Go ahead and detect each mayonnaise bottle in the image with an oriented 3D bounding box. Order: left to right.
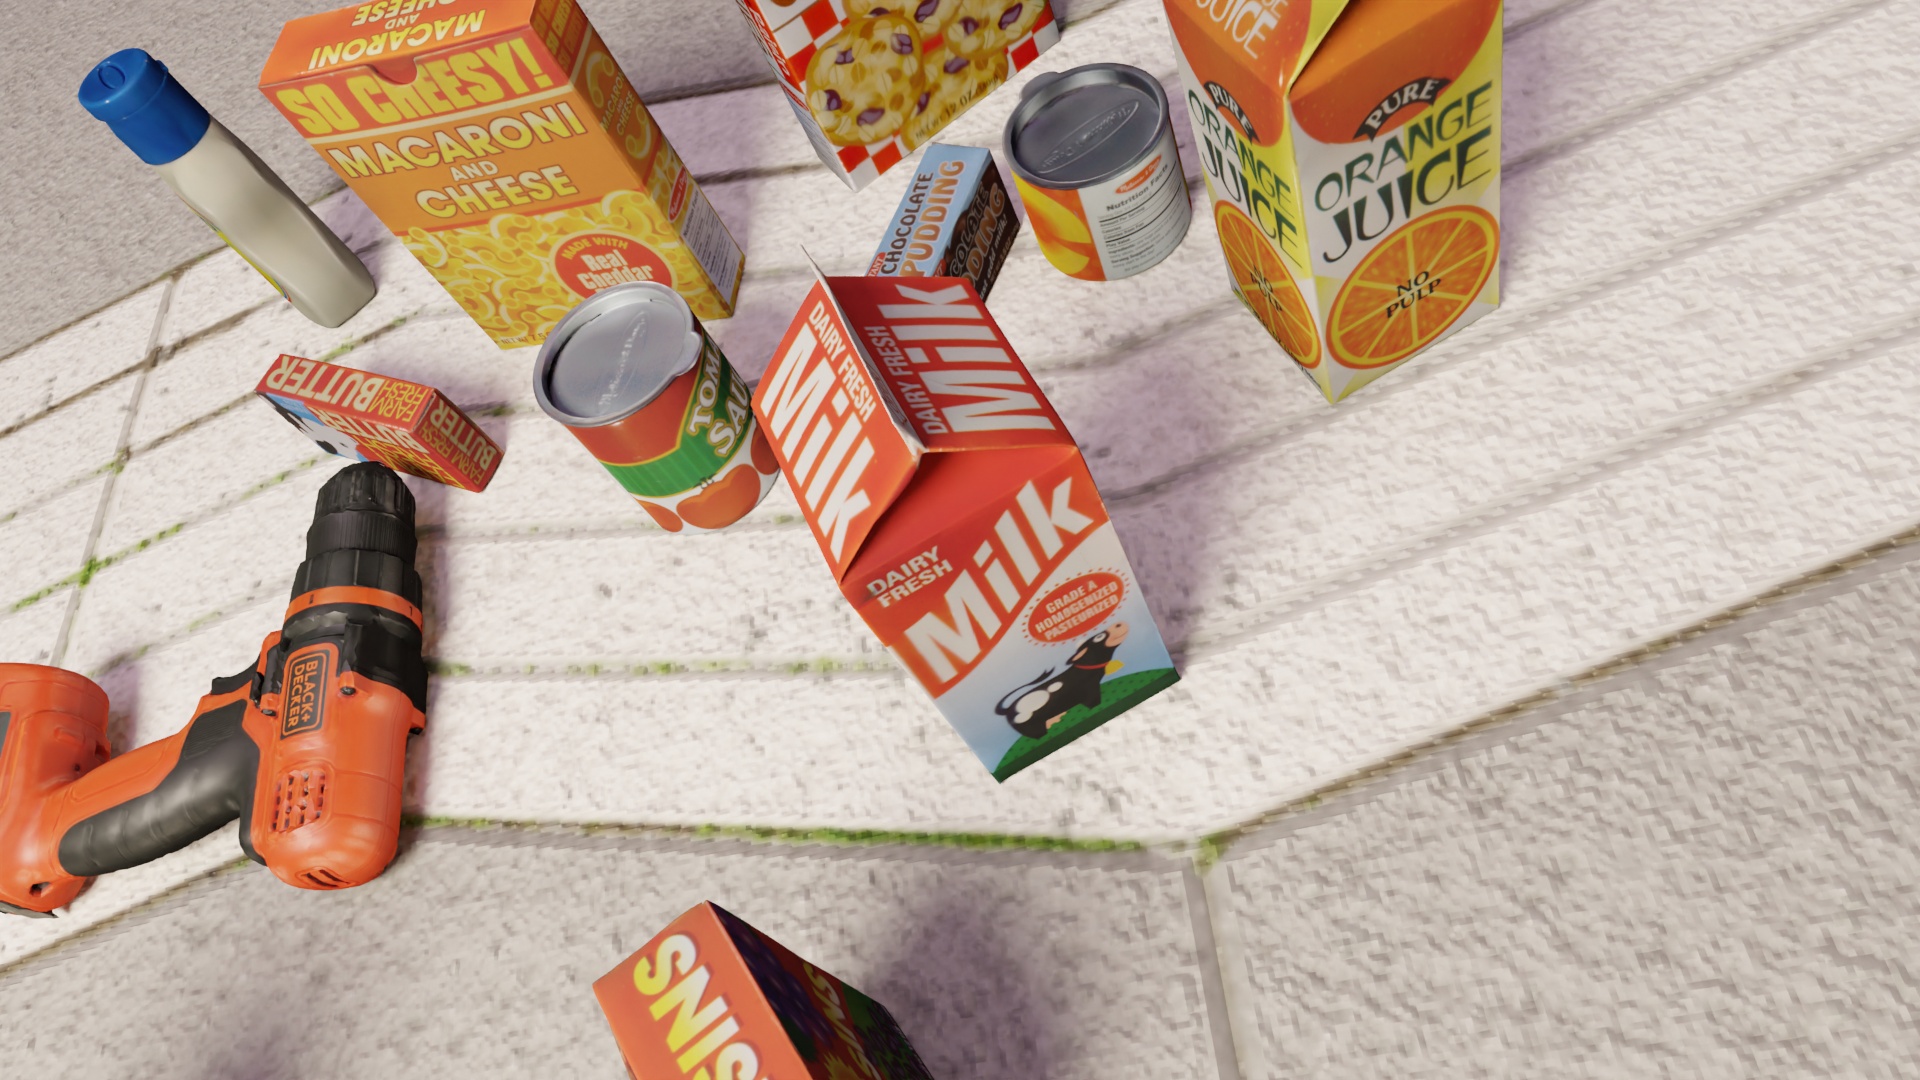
[{"bbox_3d":[-0.347,-0.166,0.663,0.041,0.147,0.065,-45,56,-9],"label":"mayonnaise bottle"}]

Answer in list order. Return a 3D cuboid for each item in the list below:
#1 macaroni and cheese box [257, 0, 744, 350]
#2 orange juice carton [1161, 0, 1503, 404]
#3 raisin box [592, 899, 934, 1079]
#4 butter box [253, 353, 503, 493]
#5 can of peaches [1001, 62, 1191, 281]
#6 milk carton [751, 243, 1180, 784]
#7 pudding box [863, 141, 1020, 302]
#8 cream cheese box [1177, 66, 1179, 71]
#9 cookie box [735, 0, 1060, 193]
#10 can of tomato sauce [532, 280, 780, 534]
[{"bbox_3d":[-0.183,-0.151,0.582,0.123,0.166,0.040,-5,59,18],"label":"macaroni and cheese box"},{"bbox_3d":[0.121,-0.137,0.444,0.073,0.192,0.072,-31,54,1],"label":"orange juice carton"},{"bbox_3d":[-0.036,0.154,0.366,0.040,0.123,0.086,-38,55,-5],"label":"raisin box"},{"bbox_3d":[-0.259,-0.052,0.619,0.103,0.053,0.024,13,66,27],"label":"butter box"},{"bbox_3d":[0.055,-0.148,0.559,0.071,0.058,0.071,-9,57,15],"label":"can of peaches"},{"bbox_3d":[0.001,-0.005,0.409,0.073,0.190,0.072,-30,54,1],"label":"milk carton"},{"bbox_3d":[-0.008,-0.115,0.567,0.030,0.049,0.084,12,65,26],"label":"pudding box"},{"bbox_3d":[0.124,-0.218,0.579,0.024,0.053,0.104,16,67,28],"label":"cream cheese box"},{"bbox_3d":[-0.036,-0.249,0.587,0.123,0.167,0.040,-38,55,-5],"label":"cookie box"},{"bbox_3d":[-0.114,-0.050,0.546,0.071,0.082,0.071,-9,57,15],"label":"can of tomato sauce"}]
